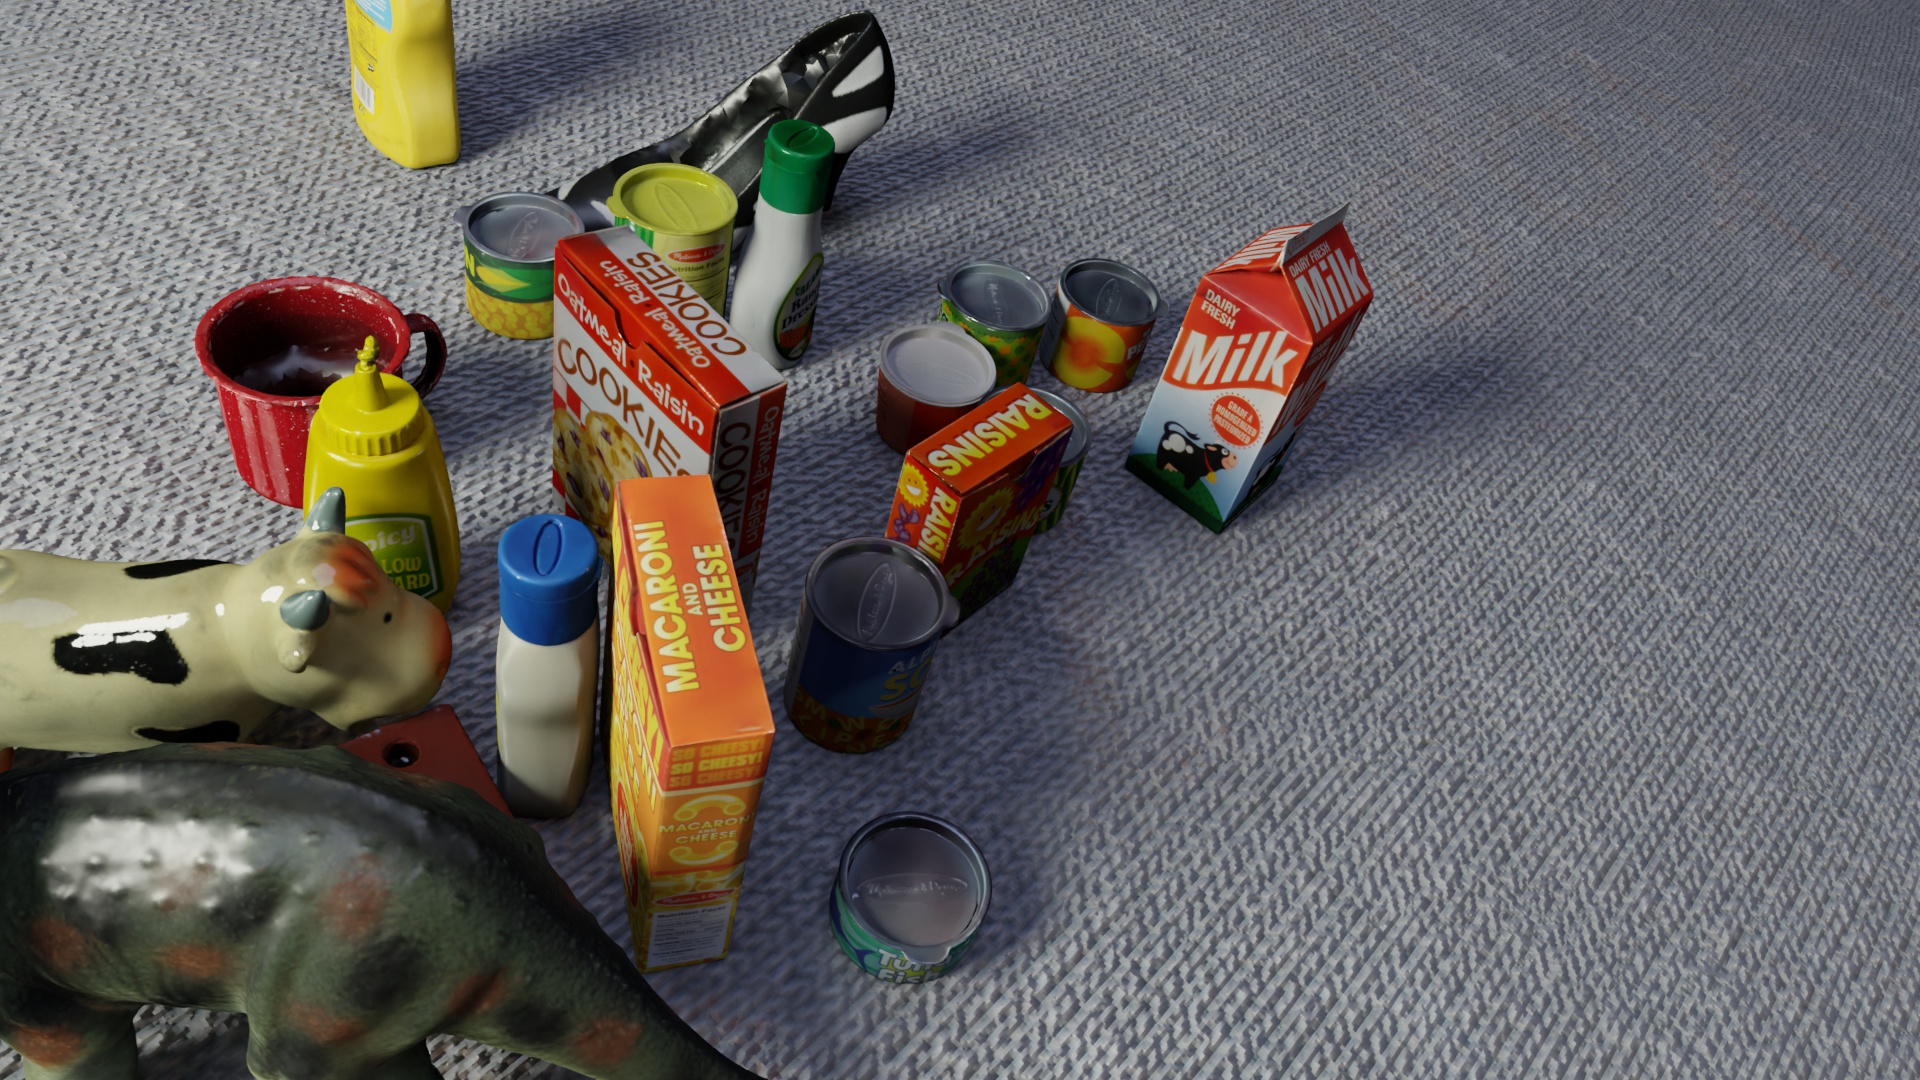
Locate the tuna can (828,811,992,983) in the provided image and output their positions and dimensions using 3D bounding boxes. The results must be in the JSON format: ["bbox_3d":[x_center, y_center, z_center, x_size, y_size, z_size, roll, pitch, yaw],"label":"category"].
[{"bbox_3d":[-0.022,0.155,0.593,0.071,0.032,0.071,9,46,-9],"label":"tuna can"}]

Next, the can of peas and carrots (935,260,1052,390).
[{"bbox_3d":[0.015,-0.129,0.852,0.071,0.058,0.071,9,46,-9],"label":"can of peas and carrots"}]

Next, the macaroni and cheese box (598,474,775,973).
[{"bbox_3d":[-0.114,0.075,0.547,0.040,0.165,0.124,-5,50,-21],"label":"macaroni and cheese box"}]

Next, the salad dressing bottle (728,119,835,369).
[{"bbox_3d":[-0.100,-0.166,0.790,0.044,0.146,0.064,28,46,10],"label":"salad dressing bottle"}]

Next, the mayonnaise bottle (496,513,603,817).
[{"bbox_3d":[-0.168,0.051,0.566,0.041,0.147,0.065,6,47,-11],"label":"mayonnaise bottle"}]

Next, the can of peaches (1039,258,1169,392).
[{"bbox_3d":[0.090,-0.135,0.881,0.071,0.057,0.071,9,46,-9],"label":"can of peaches"}]

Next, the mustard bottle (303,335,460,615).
[{"bbox_3d":[-0.253,-0.023,0.602,0.065,0.159,0.049,-6,50,-22],"label":"mustard bottle"}]

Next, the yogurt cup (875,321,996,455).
[{"bbox_3d":[-0.018,-0.084,0.803,0.072,0.053,0.073,9,46,-9],"label":"yogurt cup"}]

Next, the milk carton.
[{"bbox_3d":[0.165,-0.102,0.779,0.073,0.189,0.073,38,49,19],"label":"milk carton"}]

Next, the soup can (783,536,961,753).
[{"bbox_3d":[-0.043,0.051,0.649,0.071,0.083,0.072,9,46,-9],"label":"soup can"}]

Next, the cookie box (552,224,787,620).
[{"bbox_3d":[-0.142,-0.044,0.649,0.040,0.166,0.123,-28,61,-35],"label":"cookie box"}]

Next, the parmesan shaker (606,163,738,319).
[{"bbox_3d":[-0.167,-0.152,0.788,0.071,0.102,0.072,9,46,-9],"label":"parmesan shaker"}]

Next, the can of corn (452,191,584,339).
[{"bbox_3d":[-0.254,-0.158,0.800,0.071,0.058,0.071,9,46,-9],"label":"can of corn"}]

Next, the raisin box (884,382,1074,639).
[{"bbox_3d":[0.002,-0.009,0.690,0.040,0.122,0.086,40,49,20],"label":"raisin box"}]

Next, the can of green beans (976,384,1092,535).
[{"bbox_3d":[0.034,-0.044,0.779,0.071,0.057,0.071,9,46,-9],"label":"can of green beans"}]
